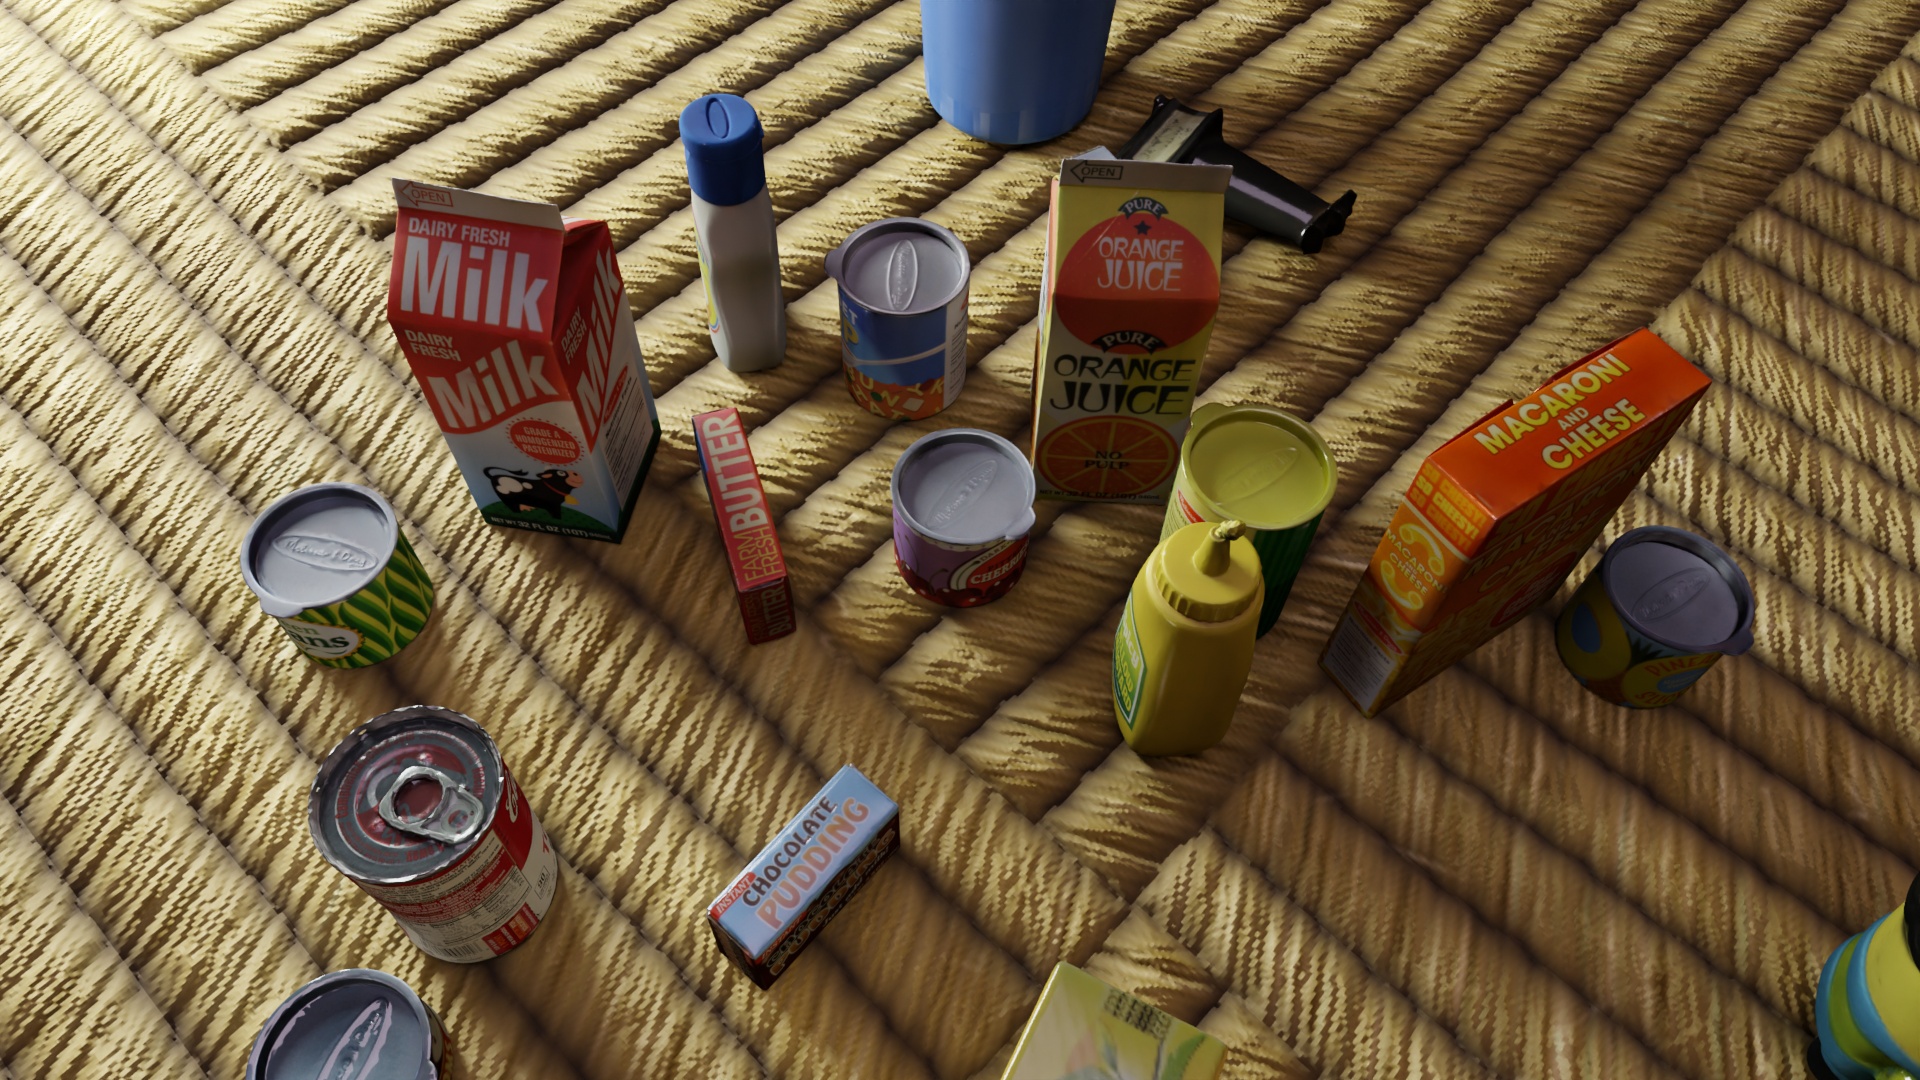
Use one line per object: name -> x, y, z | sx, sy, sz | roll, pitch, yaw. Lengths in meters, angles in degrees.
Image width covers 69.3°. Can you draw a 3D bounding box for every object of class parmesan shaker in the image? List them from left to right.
parmesan shaker -> 0.124, -0.006, 0.631 | 0.071, 0.102, 0.071 | 1, 57, -1

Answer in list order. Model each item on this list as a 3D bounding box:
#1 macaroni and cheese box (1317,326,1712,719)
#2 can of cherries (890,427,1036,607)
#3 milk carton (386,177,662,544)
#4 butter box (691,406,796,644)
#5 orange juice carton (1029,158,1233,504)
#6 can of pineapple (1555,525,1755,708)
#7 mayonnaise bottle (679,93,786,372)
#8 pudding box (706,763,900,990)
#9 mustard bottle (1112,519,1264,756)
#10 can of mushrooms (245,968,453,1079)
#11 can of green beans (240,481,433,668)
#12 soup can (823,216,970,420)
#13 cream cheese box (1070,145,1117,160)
macaroni and cheese box -> 0.229, -0.003, 0.594 | 0.124, 0.165, 0.040 | -29, 62, -19
can of cherries -> 0.002, -0.008, 0.655 | 0.071, 0.058, 0.072 | 1, 56, -1
milk carton -> -0.192, -0.084, 0.619 | 0.072, 0.189, 0.074 | 9, 57, 4
butter box -> -0.102, -0.007, 0.654 | 0.024, 0.052, 0.104 | -14, 58, -11
orange juice carton -> 0.073, -0.100, 0.638 | 0.072, 0.191, 0.073 | 3, 57, 0
can of pineapple -> 0.317, 0.037, 0.636 | 0.071, 0.057, 0.071 | 1, 56, -1
mayonnaise bottle -> -0.113, -0.152, 0.693 | 0.041, 0.147, 0.065 | -11, 58, -9
pudding box -> -0.062, 0.135, 0.562 | 0.030, 0.049, 0.084 | 36, 62, 20
mustard bottle -> 0.094, 0.034, 0.569 | 0.049, 0.159, 0.065 | -4, 57, -4
can of mushrooms -> -0.226, 0.200, 0.523 | 0.071, 0.033, 0.071 | 1, 56, -1
can of green beans -> -0.280, 0.017, 0.629 | 0.071, 0.057, 0.071 | 1, 56, -1
soup can -> -0.032, -0.112, 0.707 | 0.071, 0.083, 0.072 | 1, 56, -1
cream cheese box -> 0.096, -0.164, 0.765 | 0.024, 0.053, 0.104 | -26, 61, -18
